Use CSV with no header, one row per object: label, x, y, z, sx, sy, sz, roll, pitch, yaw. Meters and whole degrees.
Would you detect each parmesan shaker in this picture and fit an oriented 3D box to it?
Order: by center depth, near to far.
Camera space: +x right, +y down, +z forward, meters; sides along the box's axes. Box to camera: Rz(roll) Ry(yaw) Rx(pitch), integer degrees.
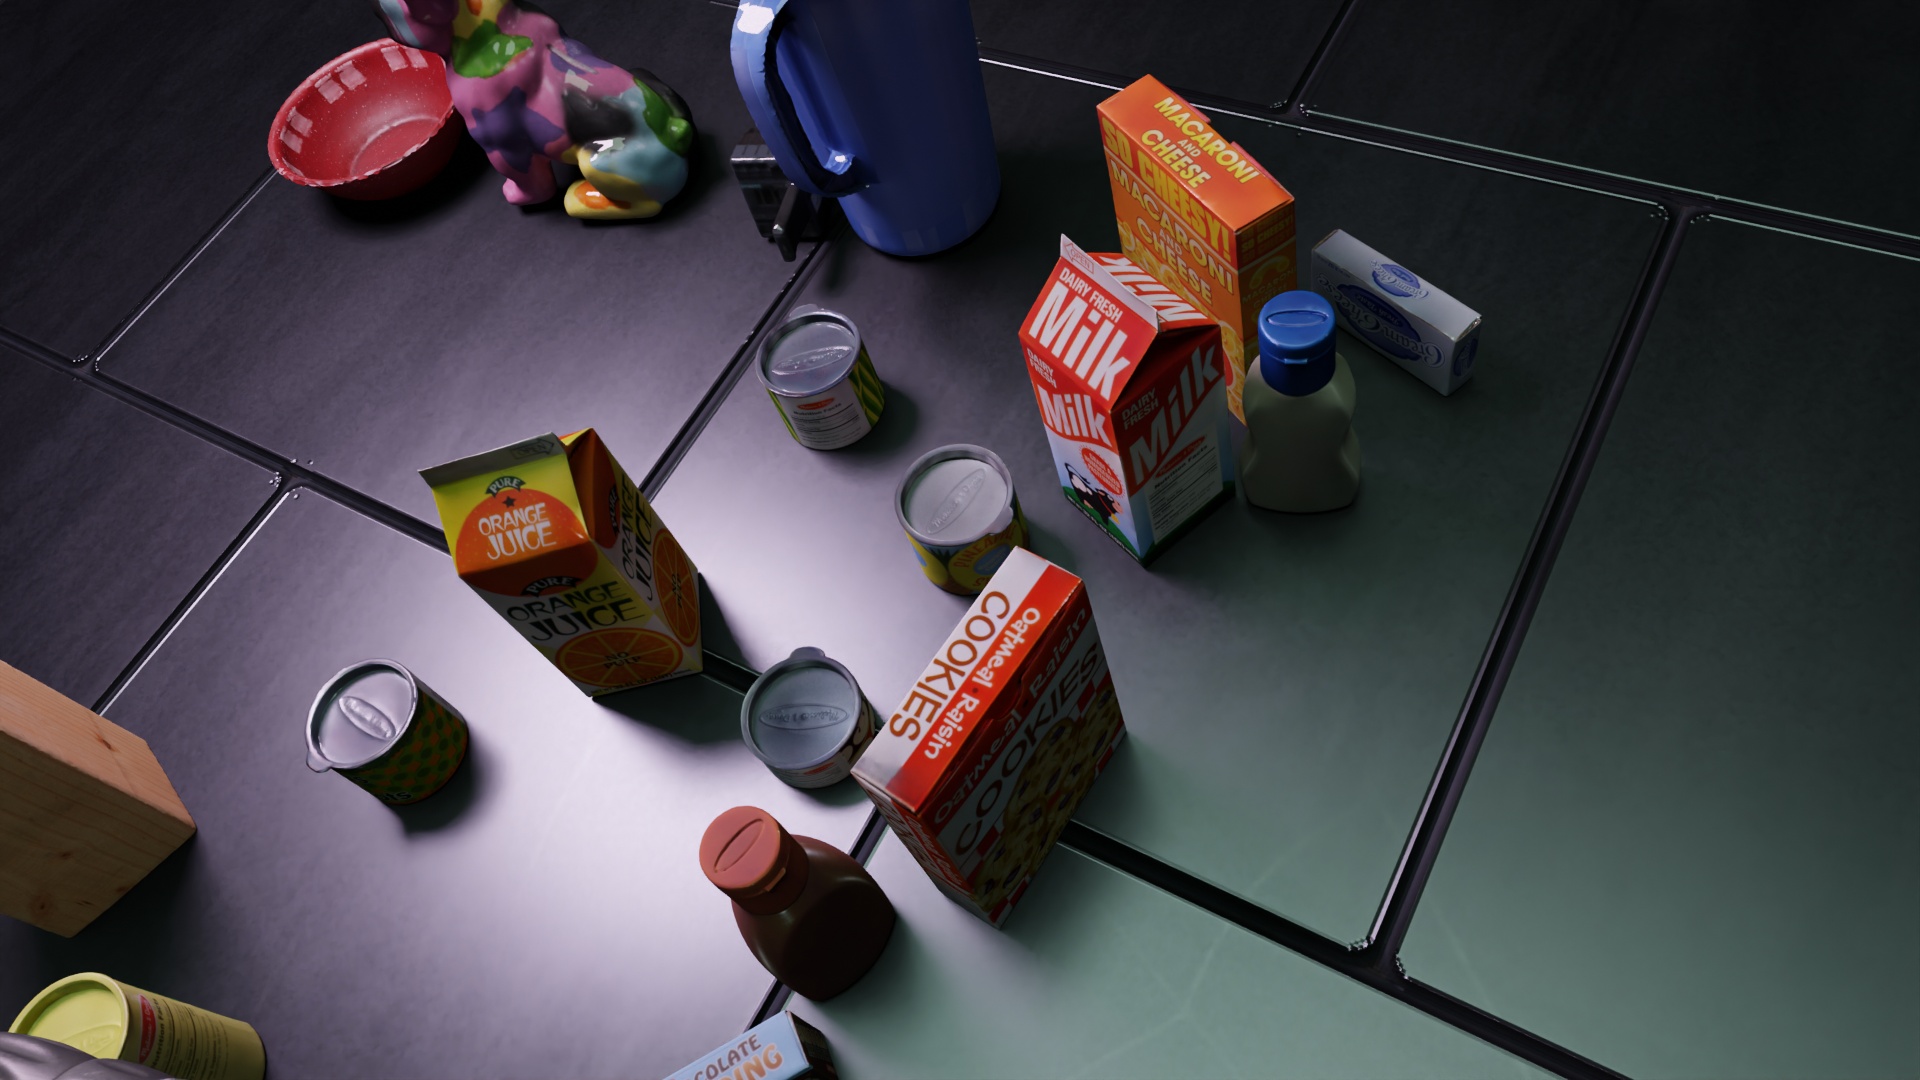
parmesan shaker,-0.403,0.261,0.681,0.071,0.102,0.071,-6,58,10

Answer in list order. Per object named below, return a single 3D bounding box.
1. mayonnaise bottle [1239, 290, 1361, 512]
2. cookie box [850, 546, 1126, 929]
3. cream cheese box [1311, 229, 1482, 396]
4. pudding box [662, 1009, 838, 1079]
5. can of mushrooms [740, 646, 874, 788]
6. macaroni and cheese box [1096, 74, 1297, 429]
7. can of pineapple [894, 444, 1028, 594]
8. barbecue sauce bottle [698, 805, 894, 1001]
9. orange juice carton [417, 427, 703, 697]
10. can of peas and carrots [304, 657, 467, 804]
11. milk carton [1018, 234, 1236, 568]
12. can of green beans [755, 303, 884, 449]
mayonnaise bottle,0.174,-0.068,0.714,0.065,0.147,0.041,1,60,15
cookie box,0.022,0.096,0.639,0.040,0.166,0.123,27,69,26
cream cheese box,0.246,-0.130,0.792,0.024,0.053,0.104,-40,58,-11
pudding box,-0.104,0.254,0.643,0.084,0.049,0.030,-28,57,-4
can of mushrooms,-0.081,0.095,0.745,0.071,0.033,0.071,-6,58,10
macaroni and cheese box,0.134,-0.157,0.768,0.040,0.165,0.124,-32,57,-6
can of pineapple,0.003,-0.010,0.775,0.071,0.057,0.071,-6,58,10
barbecue sauce bottle,-0.075,0.163,0.633,0.044,0.148,0.065,35,73,29
orange juice carton,-0.205,0.006,0.736,0.072,0.192,0.073,-14,57,6
can of peas and carrots,-0.323,0.110,0.781,0.071,0.058,0.071,-6,58,10
milk carton,0.087,-0.075,0.715,0.073,0.189,0.072,-38,58,-10
can of green beans,-0.085,-0.098,0.851,0.071,0.057,0.071,-6,58,10
